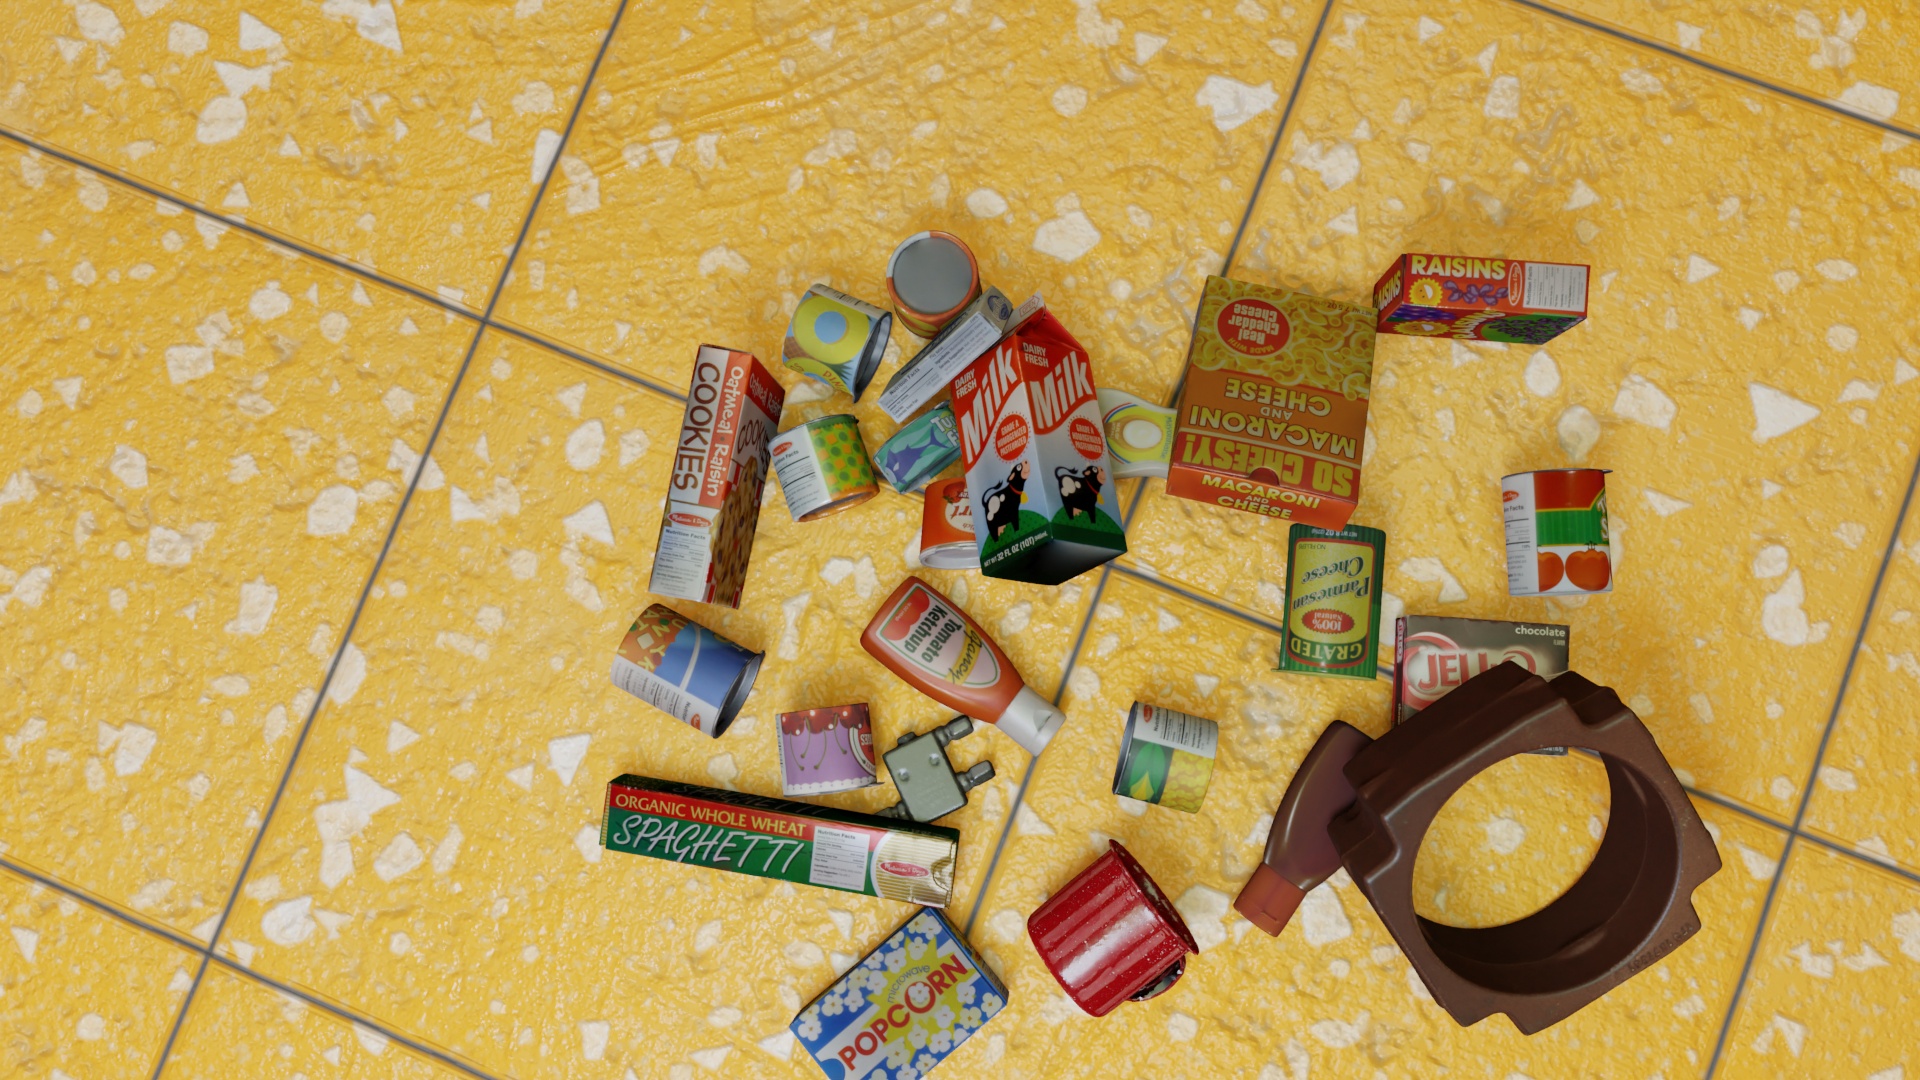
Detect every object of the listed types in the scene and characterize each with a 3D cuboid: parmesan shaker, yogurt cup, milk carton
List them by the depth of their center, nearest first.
[{"bbox_3d":[0.048,-0.072,0.948,0.072,0.073,0.191,-30,61,43],"label":"milk carton"},{"bbox_3d":[0.252,0.042,0.954,0.071,0.071,0.103,5,84,4],"label":"parmesan shaker"},{"bbox_3d":[0.003,-0.012,0.974,0.072,0.072,0.054,-4,76,3],"label":"yogurt cup"}]

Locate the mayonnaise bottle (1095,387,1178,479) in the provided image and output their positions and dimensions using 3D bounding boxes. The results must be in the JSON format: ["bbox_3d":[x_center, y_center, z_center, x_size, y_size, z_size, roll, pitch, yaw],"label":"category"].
[{"bbox_3d":[0.155,-0.068,0.982,0.148,0.041,0.065,9,82,4],"label":"mayonnaise bottle"}]

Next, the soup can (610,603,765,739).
[{"bbox_3d":[-0.190,0.089,0.973,0.084,0.071,0.071,27,86,6],"label":"soup can"}]

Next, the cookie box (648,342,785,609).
[{"bbox_3d":[-0.166,-0.040,0.955,0.040,0.123,0.167,11,85,3],"label":"cookie box"}]

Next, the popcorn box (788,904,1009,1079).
[{"bbox_3d":[-0.041,0.321,0.953,0.127,0.038,0.085,-40,85,-2],"label":"popcorn box"}]

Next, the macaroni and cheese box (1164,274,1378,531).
[{"bbox_3d":[0.214,-0.097,0.952,0.124,0.040,0.167,12,60,5],"label":"macaroni and cheese box"}]

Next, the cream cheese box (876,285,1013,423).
[{"bbox_3d":[-0.010,-0.127,0.953,0.103,0.053,0.024,-39,105,27],"label":"cream cheese box"}]

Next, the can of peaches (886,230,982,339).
[{"bbox_3d":[-0.016,-0.181,0.995,0.071,0.058,0.071,0,84,3],"label":"can of peaches"}]

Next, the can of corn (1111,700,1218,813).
[{"bbox_3d":[0.139,0.150,0.949,0.058,0.071,0.071,14,85,4],"label":"can of corn"}]

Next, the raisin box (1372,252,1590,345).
[{"bbox_3d":[0.356,-0.167,0.960,0.123,0.086,0.040,5,86,4],"label":"raisin box"}]

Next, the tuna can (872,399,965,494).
[{"bbox_3d":[-0.024,-0.065,0.978,0.071,0.071,0.033,-37,85,-1],"label":"tuna can"}]

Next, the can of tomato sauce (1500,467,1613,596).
[{"bbox_3d":[0.409,-0.005,0.949,0.071,0.071,0.083,-2,85,3],"label":"can of tomato sauce"}]

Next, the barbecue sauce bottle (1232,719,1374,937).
[{"bbox_3d":[0.242,0.199,0.948,0.065,0.043,0.148,35,87,0],"label":"barbecue sauce bottle"}]

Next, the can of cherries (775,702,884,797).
[{"bbox_3d":[-0.090,0.144,0.960,0.071,0.071,0.058,-7,83,2],"label":"can of cherries"}]

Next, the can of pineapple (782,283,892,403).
[{"bbox_3d":[-0.088,-0.141,0.991,0.058,0.071,0.071,23,86,6],"label":"can of pineapple"}]

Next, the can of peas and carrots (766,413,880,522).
[{"bbox_3d":[-0.094,-0.051,0.983,0.071,0.071,0.059,-20,84,1],"label":"can of peas and carrots"}]

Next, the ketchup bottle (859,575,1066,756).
[{"bbox_3d":[0.005,0.092,0.971,0.149,0.043,0.065,37,67,5],"label":"ketchup bottle"}]

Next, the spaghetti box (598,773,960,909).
[{"bbox_3d":[-0.125,0.207,0.962,0.250,0.029,0.050,8,97,8],"label":"spaghetti box"}]
